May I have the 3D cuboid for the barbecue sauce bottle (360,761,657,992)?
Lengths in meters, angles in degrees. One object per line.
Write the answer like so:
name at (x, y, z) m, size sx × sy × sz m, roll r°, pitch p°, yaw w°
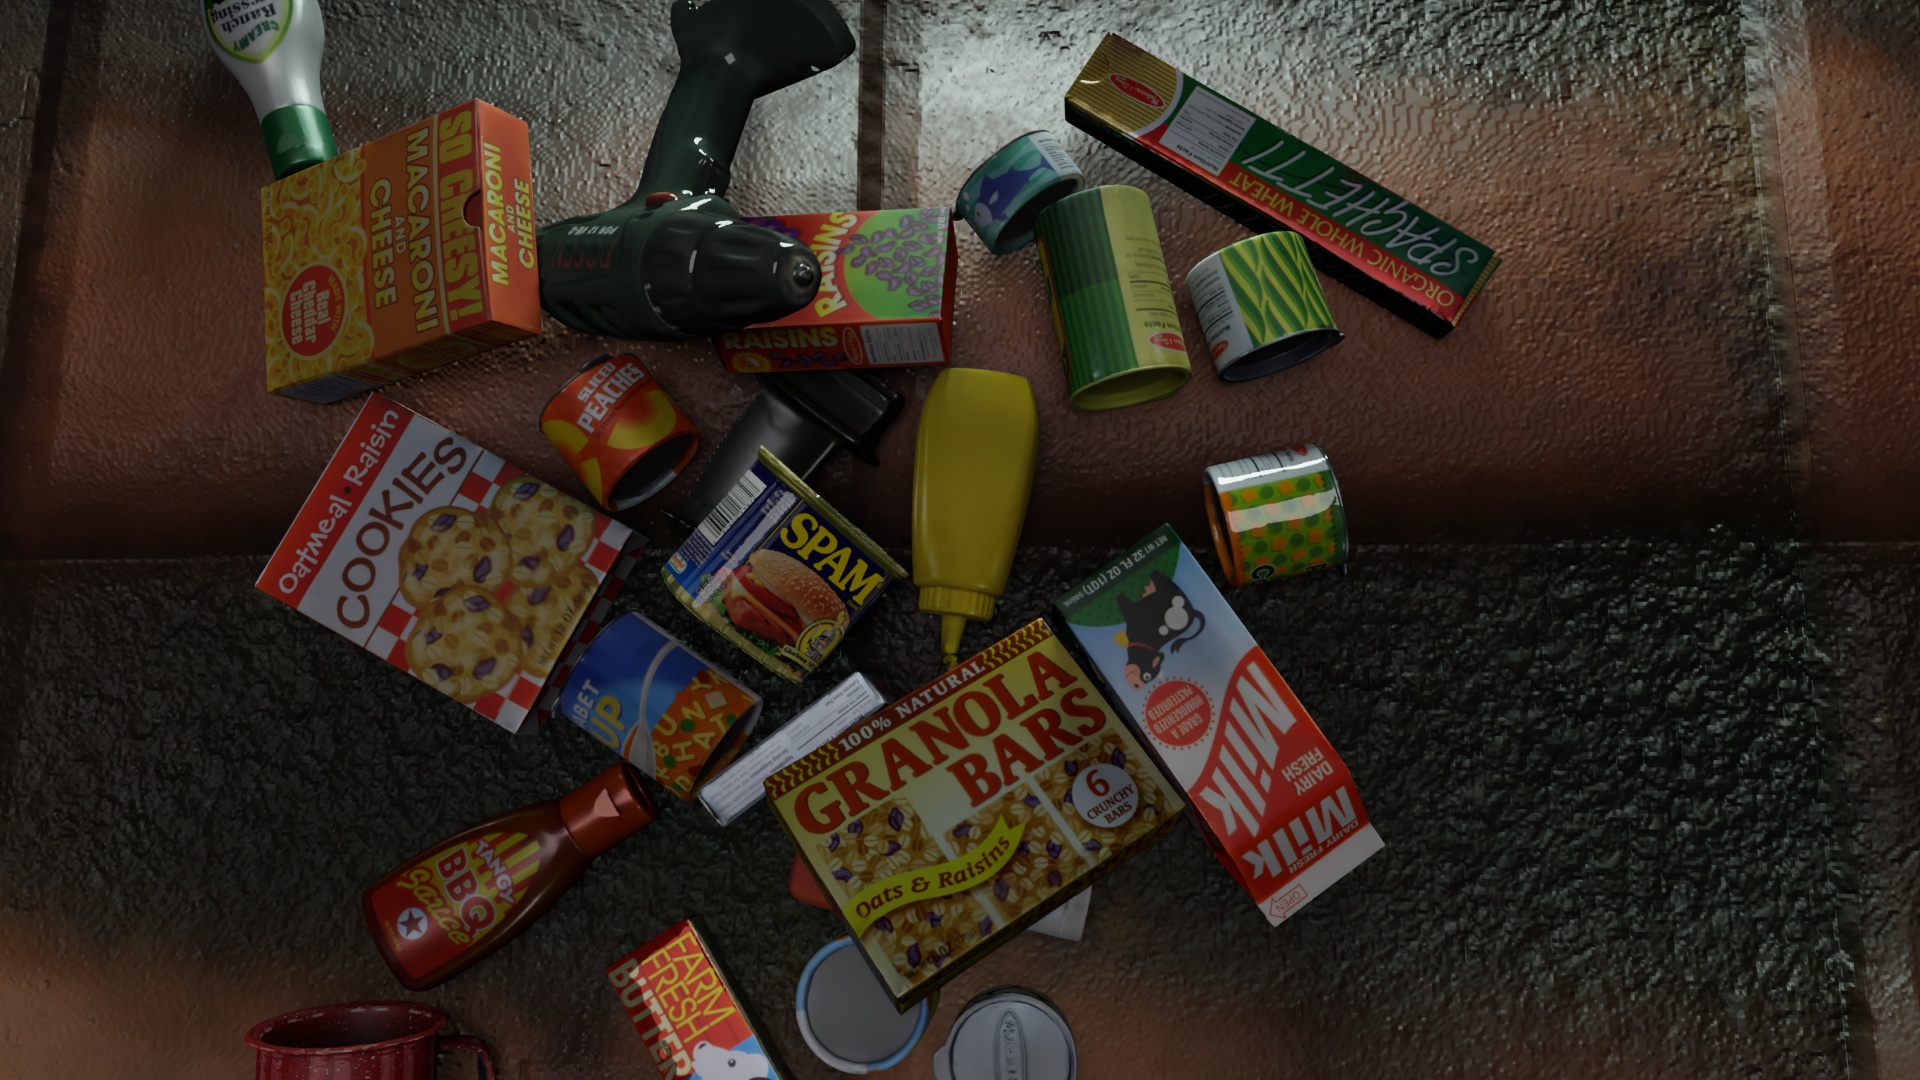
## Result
barbecue sauce bottle at (-0.230, 0.169, 0.720) m, size 0.148 × 0.043 × 0.065 m, roll -31°, pitch 79°, yaw -3°

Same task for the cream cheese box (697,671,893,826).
cream cheese box at (-0.084, 0.107, 0.717) m, size 0.104 × 0.053 × 0.024 m, roll -37°, pitch 81°, yaw -3°

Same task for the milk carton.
milk carton at (0.127, 0.092, 0.696) m, size 0.072 × 0.073 × 0.191 m, roll -35°, pitch 80°, yaw -4°

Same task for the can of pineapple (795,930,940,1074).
can of pineapple at (-0.044, 0.225, 0.691) m, size 0.071 × 0.058 × 0.071 m, roll -1°, pitch 80°, yaw 4°

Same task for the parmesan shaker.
parmesan shaker at (0.082, -0.128, 0.745) m, size 0.071 × 0.071 × 0.103 m, roll -12°, pitch 79°, yaw 2°

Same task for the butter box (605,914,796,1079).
butter box at (-0.133, 0.249, 0.709) m, size 0.053 × 0.024 × 0.103 m, roll -32°, pitch 80°, yaw -3°

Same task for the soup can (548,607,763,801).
soup can at (-0.156, 0.087, 0.717) m, size 0.084 × 0.071 × 0.071 m, roll 33°, pitch 84°, yaw 8°

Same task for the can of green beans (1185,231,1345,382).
can of green beans at (0.159, -0.123, 0.737) m, size 0.071 × 0.071 × 0.058 m, roll -17°, pitch 79°, yaw 0°

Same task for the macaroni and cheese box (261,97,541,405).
macaroni and cheese box at (-0.307, -0.152, 0.753) m, size 0.166 × 0.040 × 0.124 m, roll -12°, pitch 79°, yaw 25°

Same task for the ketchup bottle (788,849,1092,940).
ketchup bottle at (-0.008, 0.168, 0.706) m, size 0.149 × 0.043 × 0.065 m, roll 13°, pitch 73°, yaw 5°

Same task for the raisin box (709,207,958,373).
raisin box at (-0.066, -0.135, 0.747) m, size 0.123 × 0.040 × 0.086 m, roll -1°, pitch 56°, yaw 8°

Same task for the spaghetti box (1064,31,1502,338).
spaghetti box at (0.174, -0.196, 0.768) m, size 0.250 × 0.028 × 0.050 m, roll 33°, pitch 84°, yaw 9°

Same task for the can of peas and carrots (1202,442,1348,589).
can of peas and carrots at (0.162, -0.010, 0.717) m, size 0.059 × 0.071 × 0.071 m, roll -13°, pitch 80°, yaw 2°

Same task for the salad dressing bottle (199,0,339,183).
salad dressing bottle at (-0.398, -0.275, 0.810) m, size 0.064 × 0.044 × 0.148 m, roll -21°, pitch 80°, yaw 1°

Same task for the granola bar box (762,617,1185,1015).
granola bar box at (0.006, 0.130, 0.680) m, size 0.166 × 0.039 × 0.124 m, roll -29°, pitch 65°, yaw -19°

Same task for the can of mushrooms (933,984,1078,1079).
can of mushrooms at (0.023, 0.258, 0.694) m, size 0.071 × 0.033 × 0.071 m, roll -1°, pitch 81°, yaw 3°

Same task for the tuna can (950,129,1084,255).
tuna can at (0.031, -0.187, 0.757) m, size 0.071 × 0.071 × 0.033 m, roll -36°, pitch 81°, yaw -3°

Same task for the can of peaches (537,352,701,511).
can of peaches at (-0.181, -0.058, 0.744) m, size 0.071 × 0.071 × 0.058 m, roll -40°, pitch 81°, yaw -4°

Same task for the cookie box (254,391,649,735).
cookie box at (-0.274, 0.012, 0.753) m, size 0.167 × 0.040 × 0.123 m, roll 28°, pitch 83°, yaw 7°

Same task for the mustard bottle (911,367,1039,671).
mustard bottle at (0.003, -0.009, 0.735) m, size 0.065 × 0.048 × 0.160 m, roll 8°, pitch 81°, yaw 4°
